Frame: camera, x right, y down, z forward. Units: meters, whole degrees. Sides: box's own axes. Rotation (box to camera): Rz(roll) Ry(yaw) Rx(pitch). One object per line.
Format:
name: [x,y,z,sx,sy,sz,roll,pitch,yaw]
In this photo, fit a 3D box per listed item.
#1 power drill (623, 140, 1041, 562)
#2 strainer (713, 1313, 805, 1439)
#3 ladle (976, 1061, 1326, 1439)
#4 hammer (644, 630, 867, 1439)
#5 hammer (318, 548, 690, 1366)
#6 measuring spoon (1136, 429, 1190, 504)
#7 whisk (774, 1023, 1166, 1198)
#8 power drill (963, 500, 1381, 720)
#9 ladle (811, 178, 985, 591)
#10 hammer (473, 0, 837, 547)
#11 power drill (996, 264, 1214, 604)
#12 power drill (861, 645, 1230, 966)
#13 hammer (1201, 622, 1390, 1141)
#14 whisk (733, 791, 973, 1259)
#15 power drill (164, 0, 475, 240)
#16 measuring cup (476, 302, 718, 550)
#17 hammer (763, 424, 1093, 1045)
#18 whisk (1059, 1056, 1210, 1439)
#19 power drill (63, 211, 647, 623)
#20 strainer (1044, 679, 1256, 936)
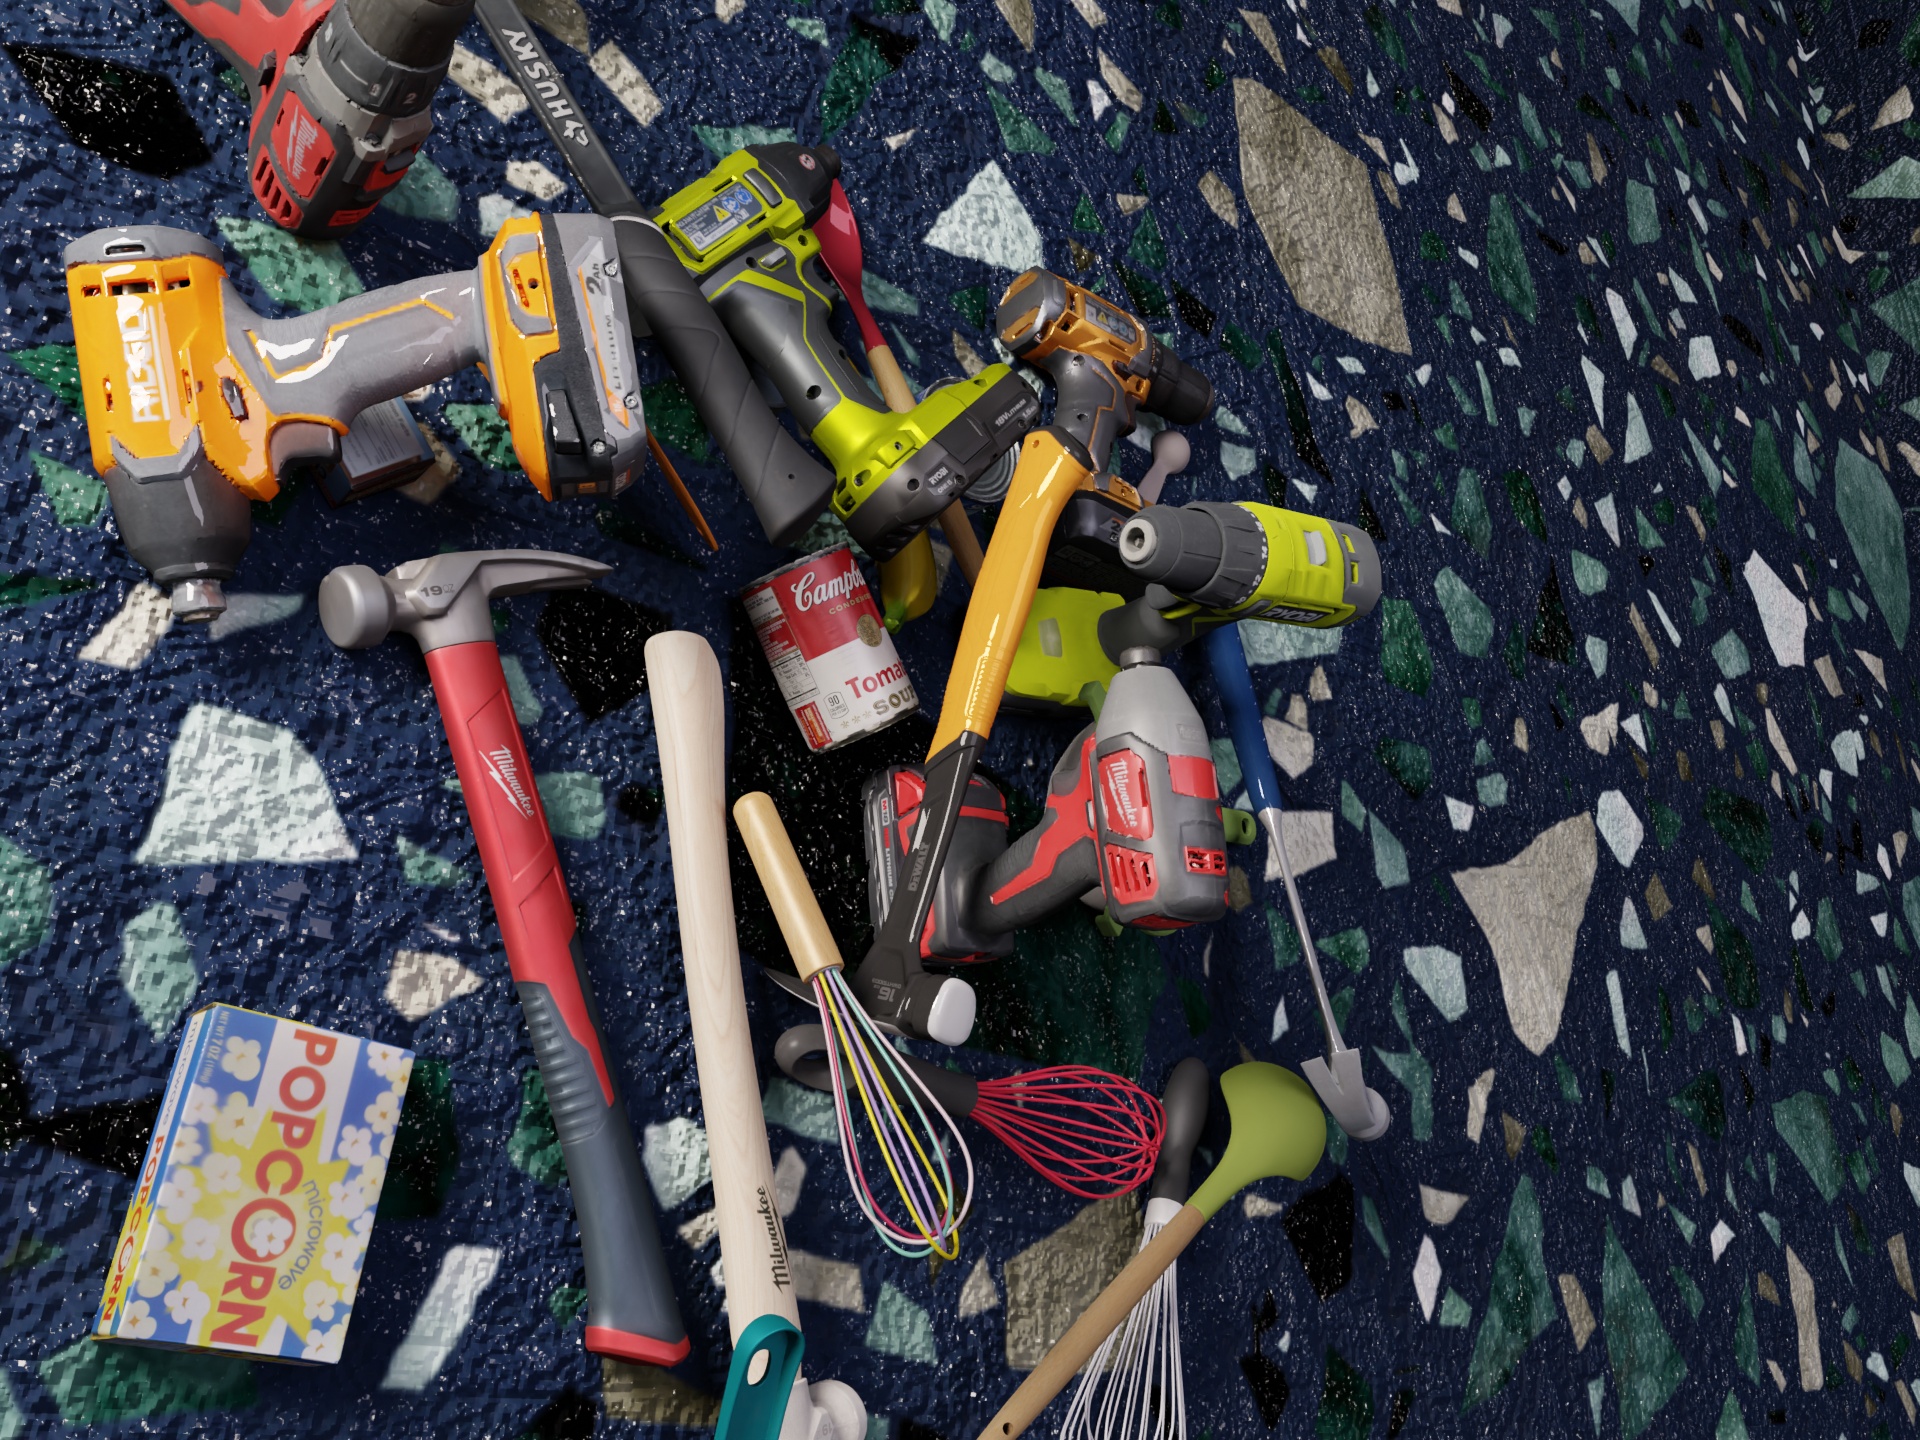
power drill: [-0.069,-0.215,0.888,0.223,0.080,0.171,47,57,-5]
strainer: [-0.089,0.407,0.600,0.210,0.095,0.340,13,90,-39]
ladle: [0.110,0.298,0.894,0.320,0.062,0.078,-34,80,-39]
hammer: [-0.118,0.151,0.762,0.146,0.038,0.411,33,44,-67]
hammer: [-0.182,0.106,0.751,0.143,0.038,0.386,-12,83,-46]
measuring spoon: [0.145,-0.173,1.170,0.034,0.018,0.124,45,50,-21]
whisk: [0.015,0.206,0.860,0.295,0.073,0.073,26,58,-40]
power drill: [0.108,-0.068,0.948,0.190,0.228,0.080,3,72,-42]
ladle: [-0.039,-0.203,0.969,0.069,0.031,0.315,4,60,-62]
hammer: [-0.178,-0.259,0.797,0.149,0.036,0.409,-24,75,-26]
power drill: [0.111,-0.187,1.103,0.185,0.084,0.226,19,58,-35]
power drill: [0.045,0.053,0.851,0.078,0.219,0.143,9,69,-41]
hammer: [0.211,0.071,1.068,0.144,0.035,0.406,47,29,-60]
whisk: [-0.056,0.141,0.758,0.047,0.051,0.245,0,54,-46]
power drill: [-0.313,-0.347,0.699,0.226,0.188,0.080,53,48,-9]
measuring cup: [-0.189,-0.145,0.816,0.052,0.095,0.173,-37,117,-11]
hammer: [-0.001,-0.003,0.838,0.034,0.127,0.337,32,70,-43]
whisk: [0.113,0.322,0.934,0.070,0.070,0.285,41,46,-25]
power drill: [-0.256,-0.134,0.692,0.226,0.084,0.164,-9,87,-13]
strainer: [0.120,0.066,1.038,0.256,0.069,0.151,13,71,-59]
